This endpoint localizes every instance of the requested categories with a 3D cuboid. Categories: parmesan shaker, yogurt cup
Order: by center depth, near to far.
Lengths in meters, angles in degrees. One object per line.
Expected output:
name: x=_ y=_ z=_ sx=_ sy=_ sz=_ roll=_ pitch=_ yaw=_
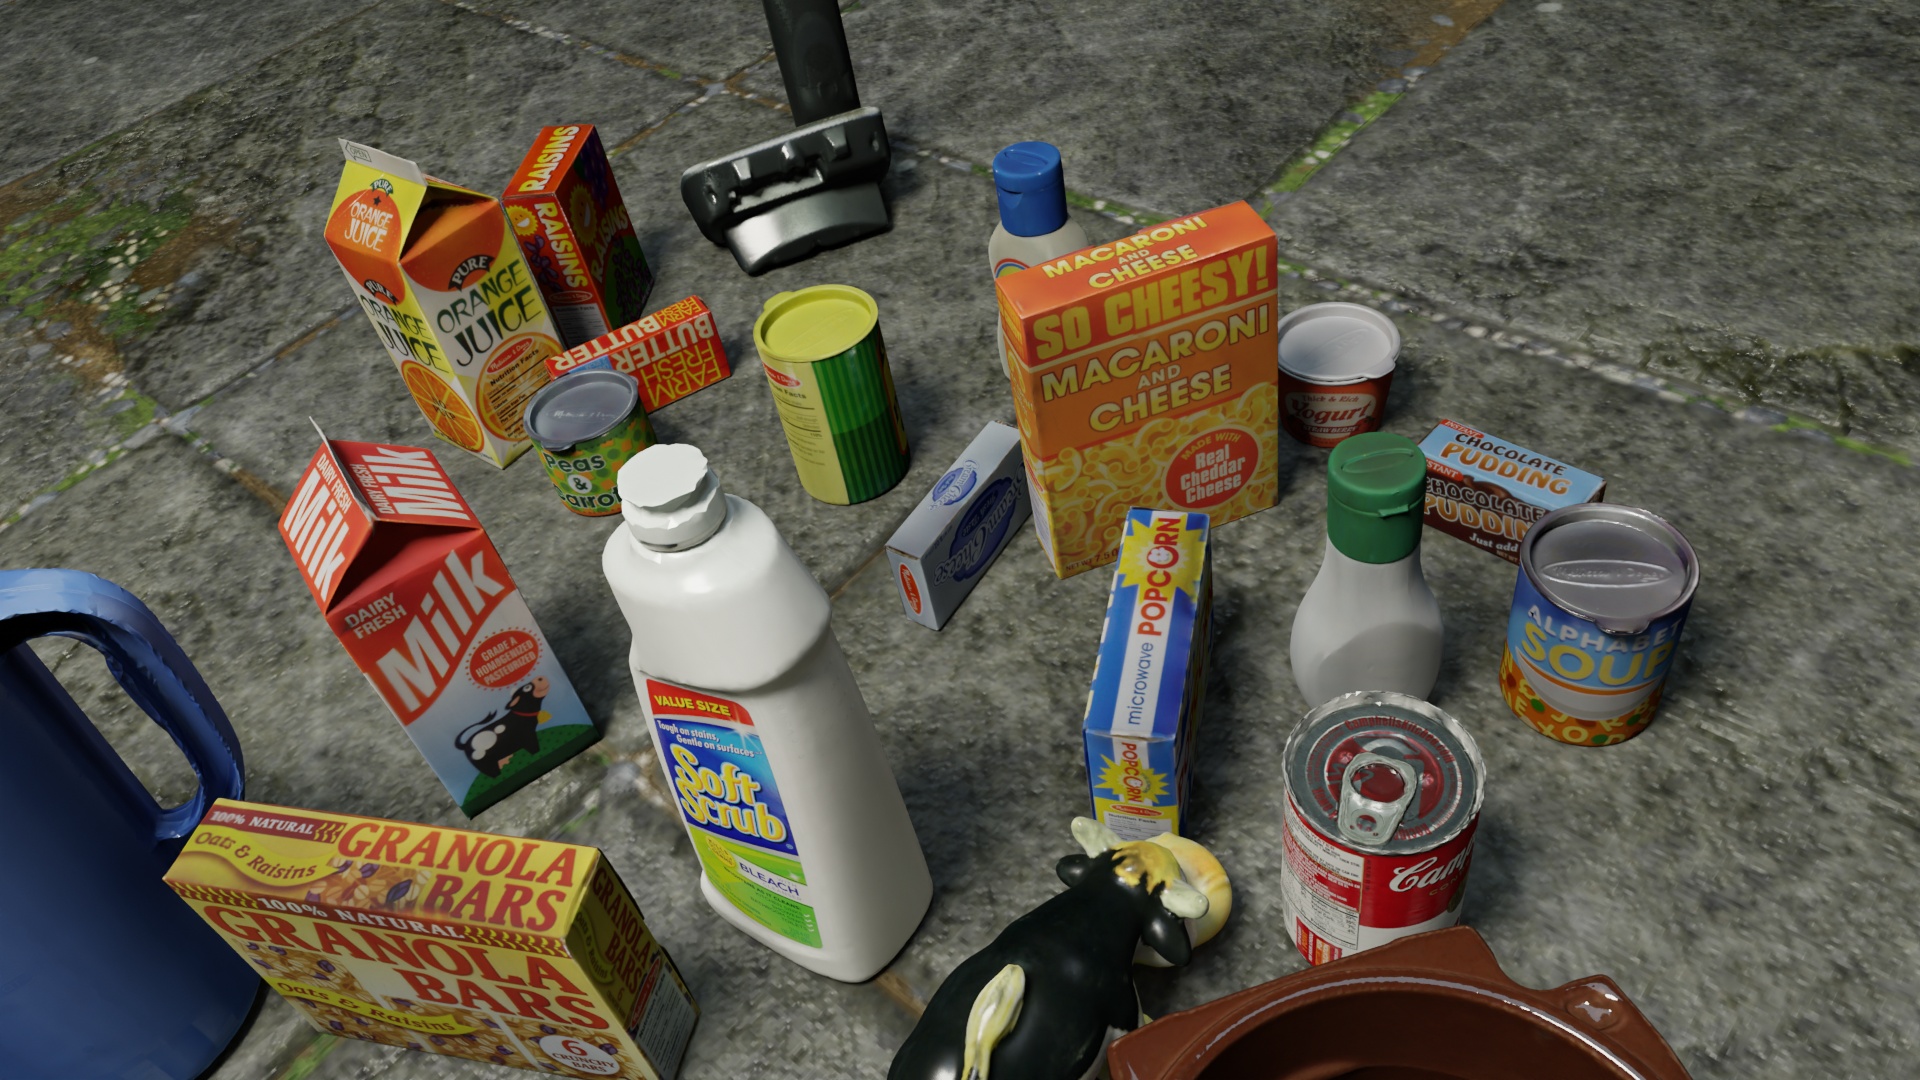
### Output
yogurt cup: x=0.199 y=-0.087 z=0.744 sx=0.072 sy=0.053 sz=0.073 roll=-6 pitch=44 yaw=6
parmesan shaker: x=-0.069 y=-0.080 z=0.760 sx=0.071 sy=0.102 sz=0.072 roll=-6 pitch=44 yaw=6

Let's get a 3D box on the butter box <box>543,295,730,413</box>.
butter box: x=-0.196 y=-0.105 z=0.849 sx=0.104 sy=0.052 sz=0.024 roll=-28 pitch=46 yaw=-16

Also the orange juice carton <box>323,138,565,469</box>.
orange juice carton: x=-0.298 y=-0.142 z=0.809 sx=0.072 sy=0.191 sz=0.073 roll=23 pitch=54 yaw=31

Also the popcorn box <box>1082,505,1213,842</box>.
popcorn box: x=0.083 y=0.059 z=0.598 sx=0.038 sy=0.084 sz=0.127 roll=3 pitch=46 yaw=16

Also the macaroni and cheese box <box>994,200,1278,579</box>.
macaroni and cheese box: x=0.089 y=-0.068 z=0.668 sx=0.124 sy=0.165 sz=0.040 roll=-19 pitch=44 yaw=-7

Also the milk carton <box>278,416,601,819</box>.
milk carton: x=-0.237 y=0.031 z=0.621 sx=0.074 sy=0.189 sz=0.072 roll=-32 pitch=47 yaw=-19

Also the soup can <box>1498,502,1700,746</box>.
soup can: x=0.264 y=0.038 z=0.581 sx=0.071 sy=0.083 sz=0.072 roll=-6 pitch=44 yaw=6

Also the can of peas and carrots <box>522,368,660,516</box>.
can of peas and carrots: x=-0.209 y=-0.054 z=0.796 sx=0.071 sy=0.058 sz=0.071 roll=-6 pitch=44 yaw=6

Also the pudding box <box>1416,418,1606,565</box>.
pudding box: x=0.260 y=-0.020 z=0.665 sx=0.084 sy=0.049 sz=0.030 roll=30 pitch=58 yaw=35

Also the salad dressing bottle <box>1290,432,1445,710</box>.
salad dressing bottle: x=0.169 y=0.021 z=0.573 sx=0.064 sy=0.147 sz=0.044 roll=-12 pitch=44 yaw=1

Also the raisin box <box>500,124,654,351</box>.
raisin box: x=-0.245 y=-0.193 z=0.899 sx=0.040 sy=0.122 sz=0.086 roll=-2 pitch=45 yaw=11

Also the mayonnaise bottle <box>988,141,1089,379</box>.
mayonnaise bottle: x=0.045 y=-0.147 z=0.771 sx=0.065 sy=0.147 sz=0.041 roll=26 pitch=55 yaw=33

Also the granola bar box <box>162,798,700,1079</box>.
granola bar box: x=-0.197 y=0.156 z=0.533 sx=0.165 sy=0.123 sz=0.039 roll=3 pitch=46 yaw=16

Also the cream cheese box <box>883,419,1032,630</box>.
cream cheese box: x=0.003 y=-0.009 z=0.708 sx=0.024 sy=0.053 sz=0.104 roll=18 pitch=52 yaw=28
